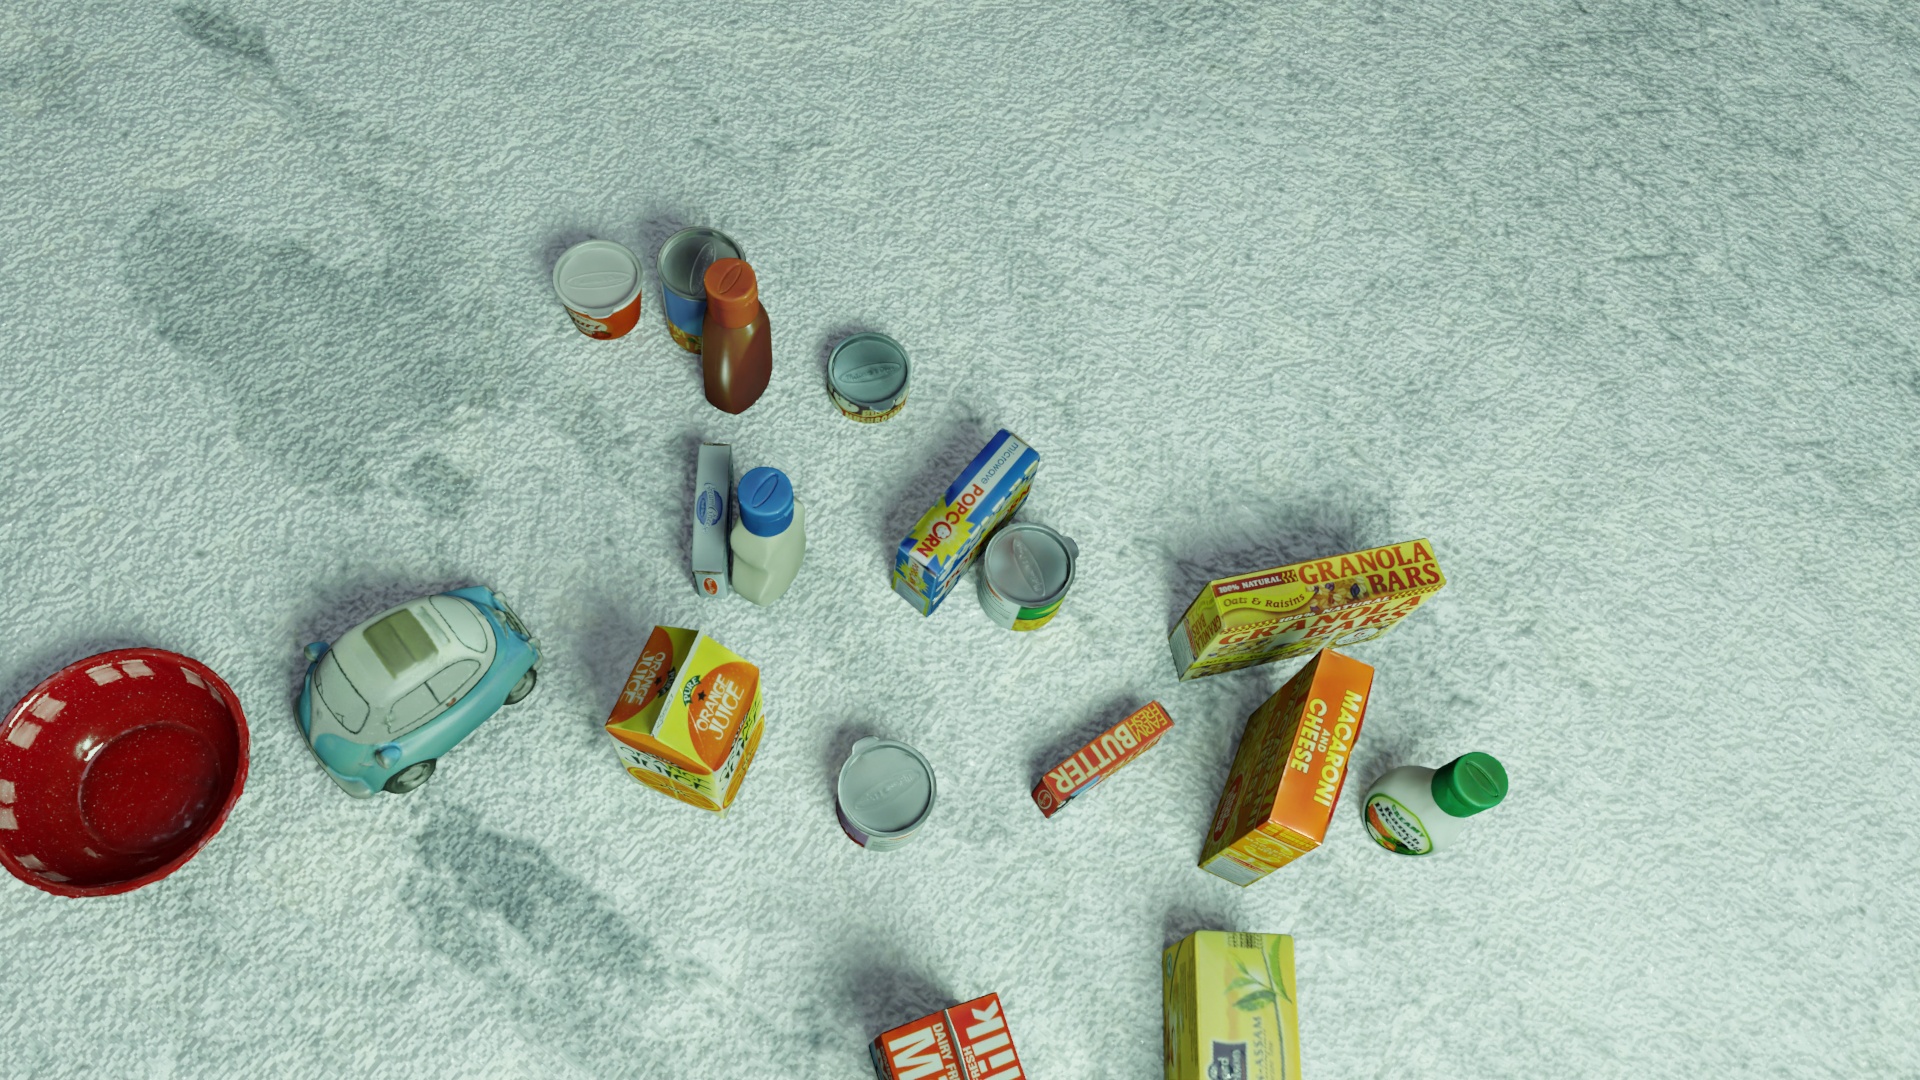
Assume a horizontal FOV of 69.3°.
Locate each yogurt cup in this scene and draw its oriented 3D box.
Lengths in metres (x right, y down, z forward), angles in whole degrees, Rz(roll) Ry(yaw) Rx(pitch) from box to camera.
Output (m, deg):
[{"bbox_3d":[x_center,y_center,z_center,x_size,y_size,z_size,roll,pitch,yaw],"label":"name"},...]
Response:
[{"bbox_3d":[-0.279,-0.192,1.081,0.072,0.053,0.072,2,67,-6],"label":"yogurt cup"}]

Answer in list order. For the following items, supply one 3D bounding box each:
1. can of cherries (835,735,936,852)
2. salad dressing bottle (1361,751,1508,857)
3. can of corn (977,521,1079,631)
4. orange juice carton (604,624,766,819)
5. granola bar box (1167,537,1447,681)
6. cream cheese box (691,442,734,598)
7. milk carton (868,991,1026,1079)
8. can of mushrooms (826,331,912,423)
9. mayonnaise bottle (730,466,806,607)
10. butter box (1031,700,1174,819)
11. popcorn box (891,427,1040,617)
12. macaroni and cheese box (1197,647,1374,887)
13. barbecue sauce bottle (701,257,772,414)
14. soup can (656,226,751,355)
[{"bbox_3d":[-0.052,0.173,0.949,0.071,0.058,0.072,2,67,-6],"label":"can of cherries"},{"bbox_3d":[0.321,0.177,0.942,0.044,0.147,0.064,-35,75,-18],"label":"salad dressing bottle"},{"bbox_3d":[0.050,0.027,1.023,0.071,0.058,0.071,2,67,-6],"label":"can of corn"},{"bbox_3d":[-0.173,0.115,0.887,0.073,0.192,0.072,22,67,3],"label":"orange juice carton"},{"bbox_3d":[0.244,0.051,1.000,0.166,0.123,0.039,-11,69,-11],"label":"granola bar box"},{"bbox_3d":[-0.181,-0.014,1.017,0.024,0.053,0.104,2,67,-6],"label":"cream cheese box"},{"bbox_3d":[-0.006,0.317,0.821,0.073,0.189,0.072,-16,70,-13],"label":"milk carton"},{"bbox_3d":[-0.071,-0.125,1.087,0.071,0.033,0.071,2,67,-6],"label":"can of mushrooms"},{"bbox_3d":[-0.134,-0.005,0.967,0.041,0.147,0.065,30,67,6],"label":"mayonnaise bottle"},{"bbox_3d":[0.099,0.154,0.978,0.104,0.053,0.024,-31,74,-18],"label":"butter box"},{"bbox_3d":[0.004,-0.013,1.020,0.038,0.085,0.127,37,68,9],"label":"popcorn box"},{"bbox_3d":[0.216,0.156,0.929,0.040,0.165,0.124,23,67,3],"label":"macaroni and cheese box"},{"bbox_3d":[-0.166,-0.153,1.026,0.044,0.148,0.065,27,67,5],"label":"barbecue sauce bottle"},{"bbox_3d":[-0.195,-0.191,1.074,0.071,0.083,0.071,2,67,-6],"label":"soup can"}]
